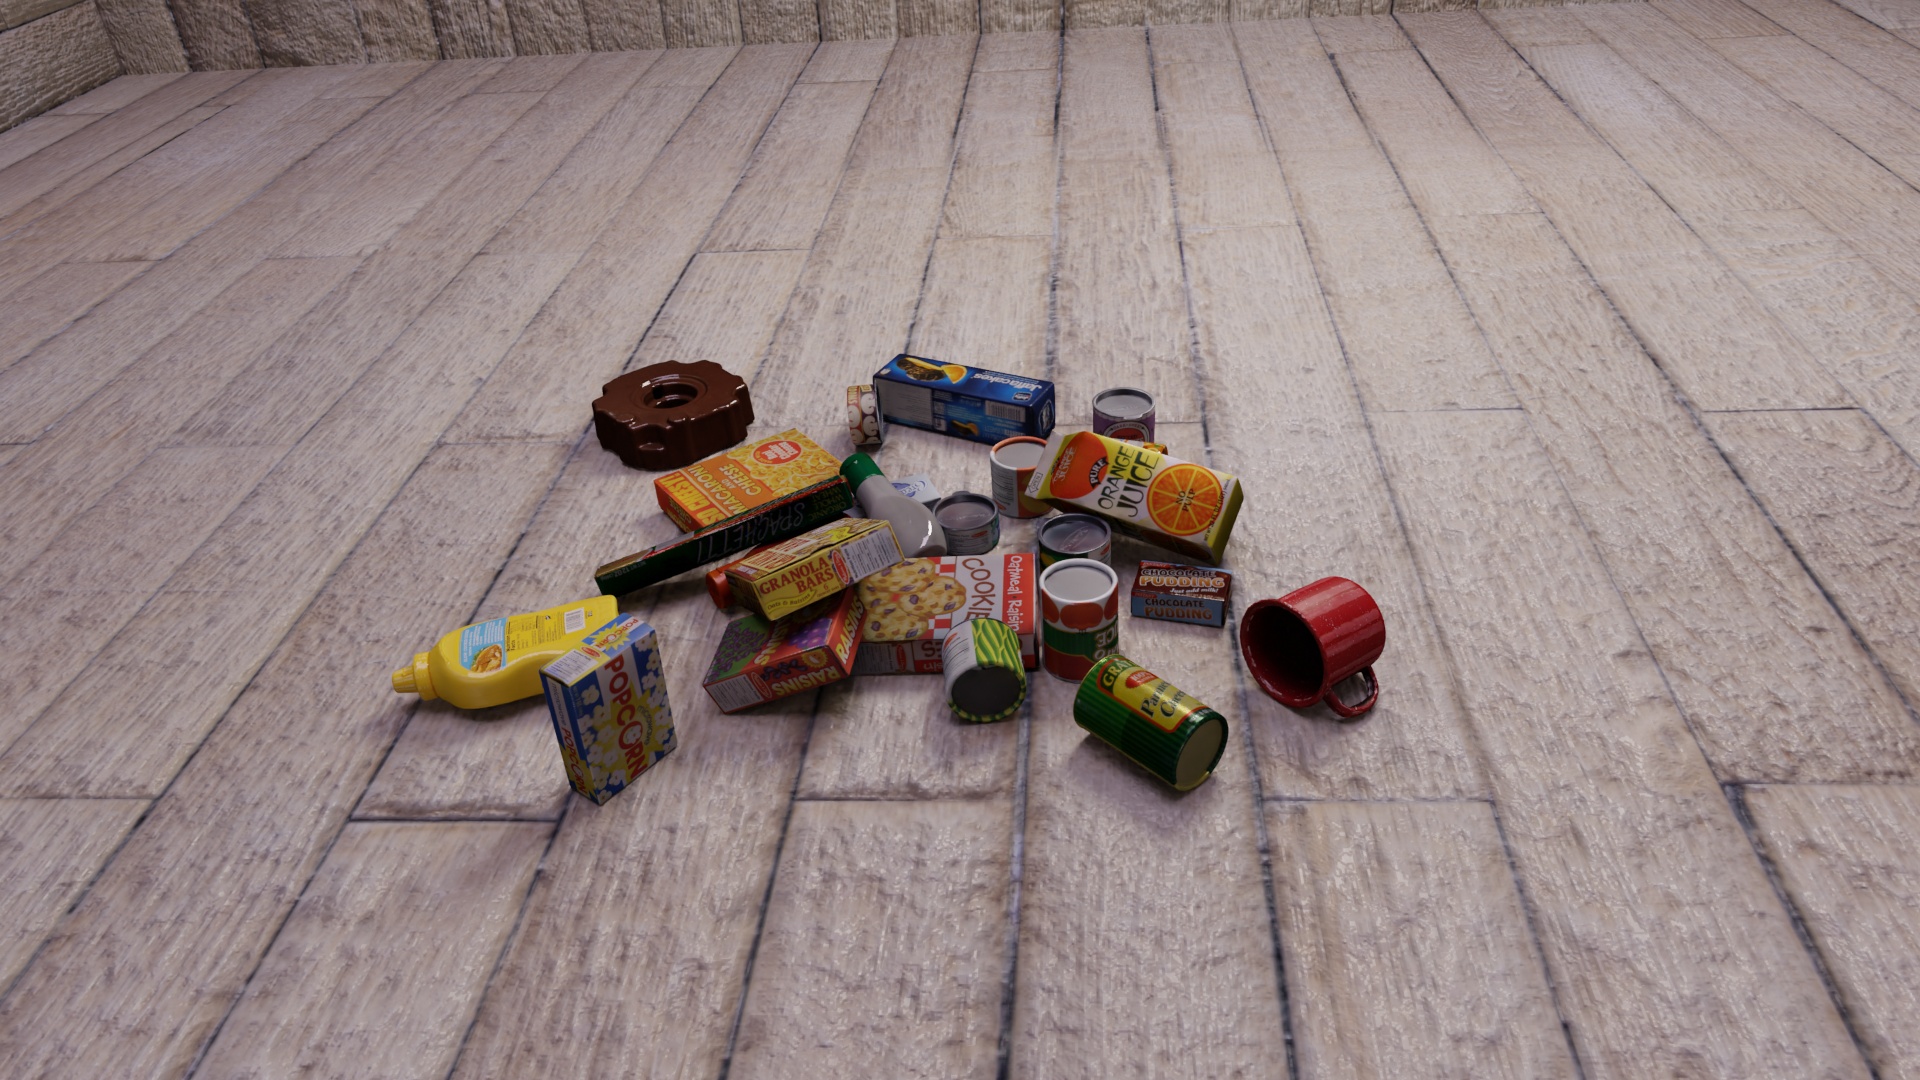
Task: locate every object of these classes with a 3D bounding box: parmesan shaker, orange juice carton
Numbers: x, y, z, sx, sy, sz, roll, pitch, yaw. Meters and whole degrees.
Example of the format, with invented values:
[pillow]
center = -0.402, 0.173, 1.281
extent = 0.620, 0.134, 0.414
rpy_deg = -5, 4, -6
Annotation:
[parmesan shaker]
center = 0.148, 0.139, 1.070
extent = 0.071, 0.071, 0.103
rpy_deg = -29, 41, -32
[orange juice carton]
center = 0.159, -0.045, 1.294
extent = 0.193, 0.073, 0.072
rpy_deg = 19, 81, 20

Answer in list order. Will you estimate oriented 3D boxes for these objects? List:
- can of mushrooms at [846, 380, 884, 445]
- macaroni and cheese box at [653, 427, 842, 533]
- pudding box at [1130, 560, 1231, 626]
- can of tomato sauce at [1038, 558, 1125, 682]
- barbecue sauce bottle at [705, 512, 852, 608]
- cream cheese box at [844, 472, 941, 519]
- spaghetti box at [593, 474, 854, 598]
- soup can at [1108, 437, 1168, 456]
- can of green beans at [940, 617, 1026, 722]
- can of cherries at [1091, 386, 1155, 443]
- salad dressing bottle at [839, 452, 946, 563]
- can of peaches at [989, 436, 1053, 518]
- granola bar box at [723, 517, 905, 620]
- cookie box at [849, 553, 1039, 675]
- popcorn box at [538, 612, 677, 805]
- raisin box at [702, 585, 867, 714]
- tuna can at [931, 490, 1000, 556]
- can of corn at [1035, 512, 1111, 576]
[can of mushrooms]
center = -0.103, -0.139, 1.510
extent = 0.033, 0.070, 0.071
rpy_deg = -5, 33, 2
[macaroni and cheese box]
center = -0.209, -0.050, 1.416
extent = 0.167, 0.040, 0.124
rpy_deg = -24, 38, -27
[pudding box]
center = 0.197, 0.046, 1.233
extent = 0.084, 0.030, 0.050
rpy_deg = 7, 34, 16
[can of tomato sauce]
center = 0.102, 0.067, 1.166
extent = 0.071, 0.082, 0.071
rpy_deg = -3, 33, 2
[barbecue sauce bottle]
center = -0.165, 0.019, 1.304
extent = 0.149, 0.043, 0.065
rpy_deg = -23, 32, -25
[cream cheese box]
center = -0.074, -0.035, 1.392
extent = 0.104, 0.024, 0.053
rpy_deg = -15, 36, -15
[spaghetti box]
center = -0.219, -0.004, 1.305
extent = 0.250, 0.028, 0.050
rpy_deg = -21, 12, -6
[soup can]
center = 0.158, -0.070, 1.375
extent = 0.084, 0.071, 0.072
rpy_deg = 8, 35, 18
[can of green beans]
center = 0.019, 0.106, 1.133
extent = 0.071, 0.071, 0.058
rpy_deg = -6, 34, -2
[can of cherries]
center = 0.172, -0.120, 1.461
extent = 0.071, 0.058, 0.072
rpy_deg = -2, 33, 2
[salad dressing bottle]
center = -0.068, -0.027, 1.330
extent = 0.064, 0.044, 0.148
rpy_deg = -39, 54, 1
[can of peaches]
center = 0.065, -0.065, 1.391
extent = 0.071, 0.057, 0.071
rpy_deg = -4, 34, 2
[granola bar box]
center = -0.130, 0.021, 1.197
extent = 0.124, 0.039, 0.165
rpy_deg = -24, 9, -16
[cookie box]
center = -0.015, 0.064, 1.224
extent = 0.167, 0.040, 0.123
rpy_deg = -3, 34, 5
[popcorn box]
center = -0.270, 0.130, 1.076
extent = 0.038, 0.126, 0.085
rpy_deg = 22, 42, 30
[raisin box]
center = -0.145, 0.089, 1.161
extent = 0.123, 0.040, 0.086
rpy_deg = -18, 29, 21
[tuna can]
center = 0.005, -0.017, 1.348
extent = 0.071, 0.032, 0.071
rpy_deg = -3, 34, 2
[can of corn]
center = 0.102, 0.015, 1.265
extent = 0.071, 0.058, 0.071
rpy_deg = -3, 34, 2
